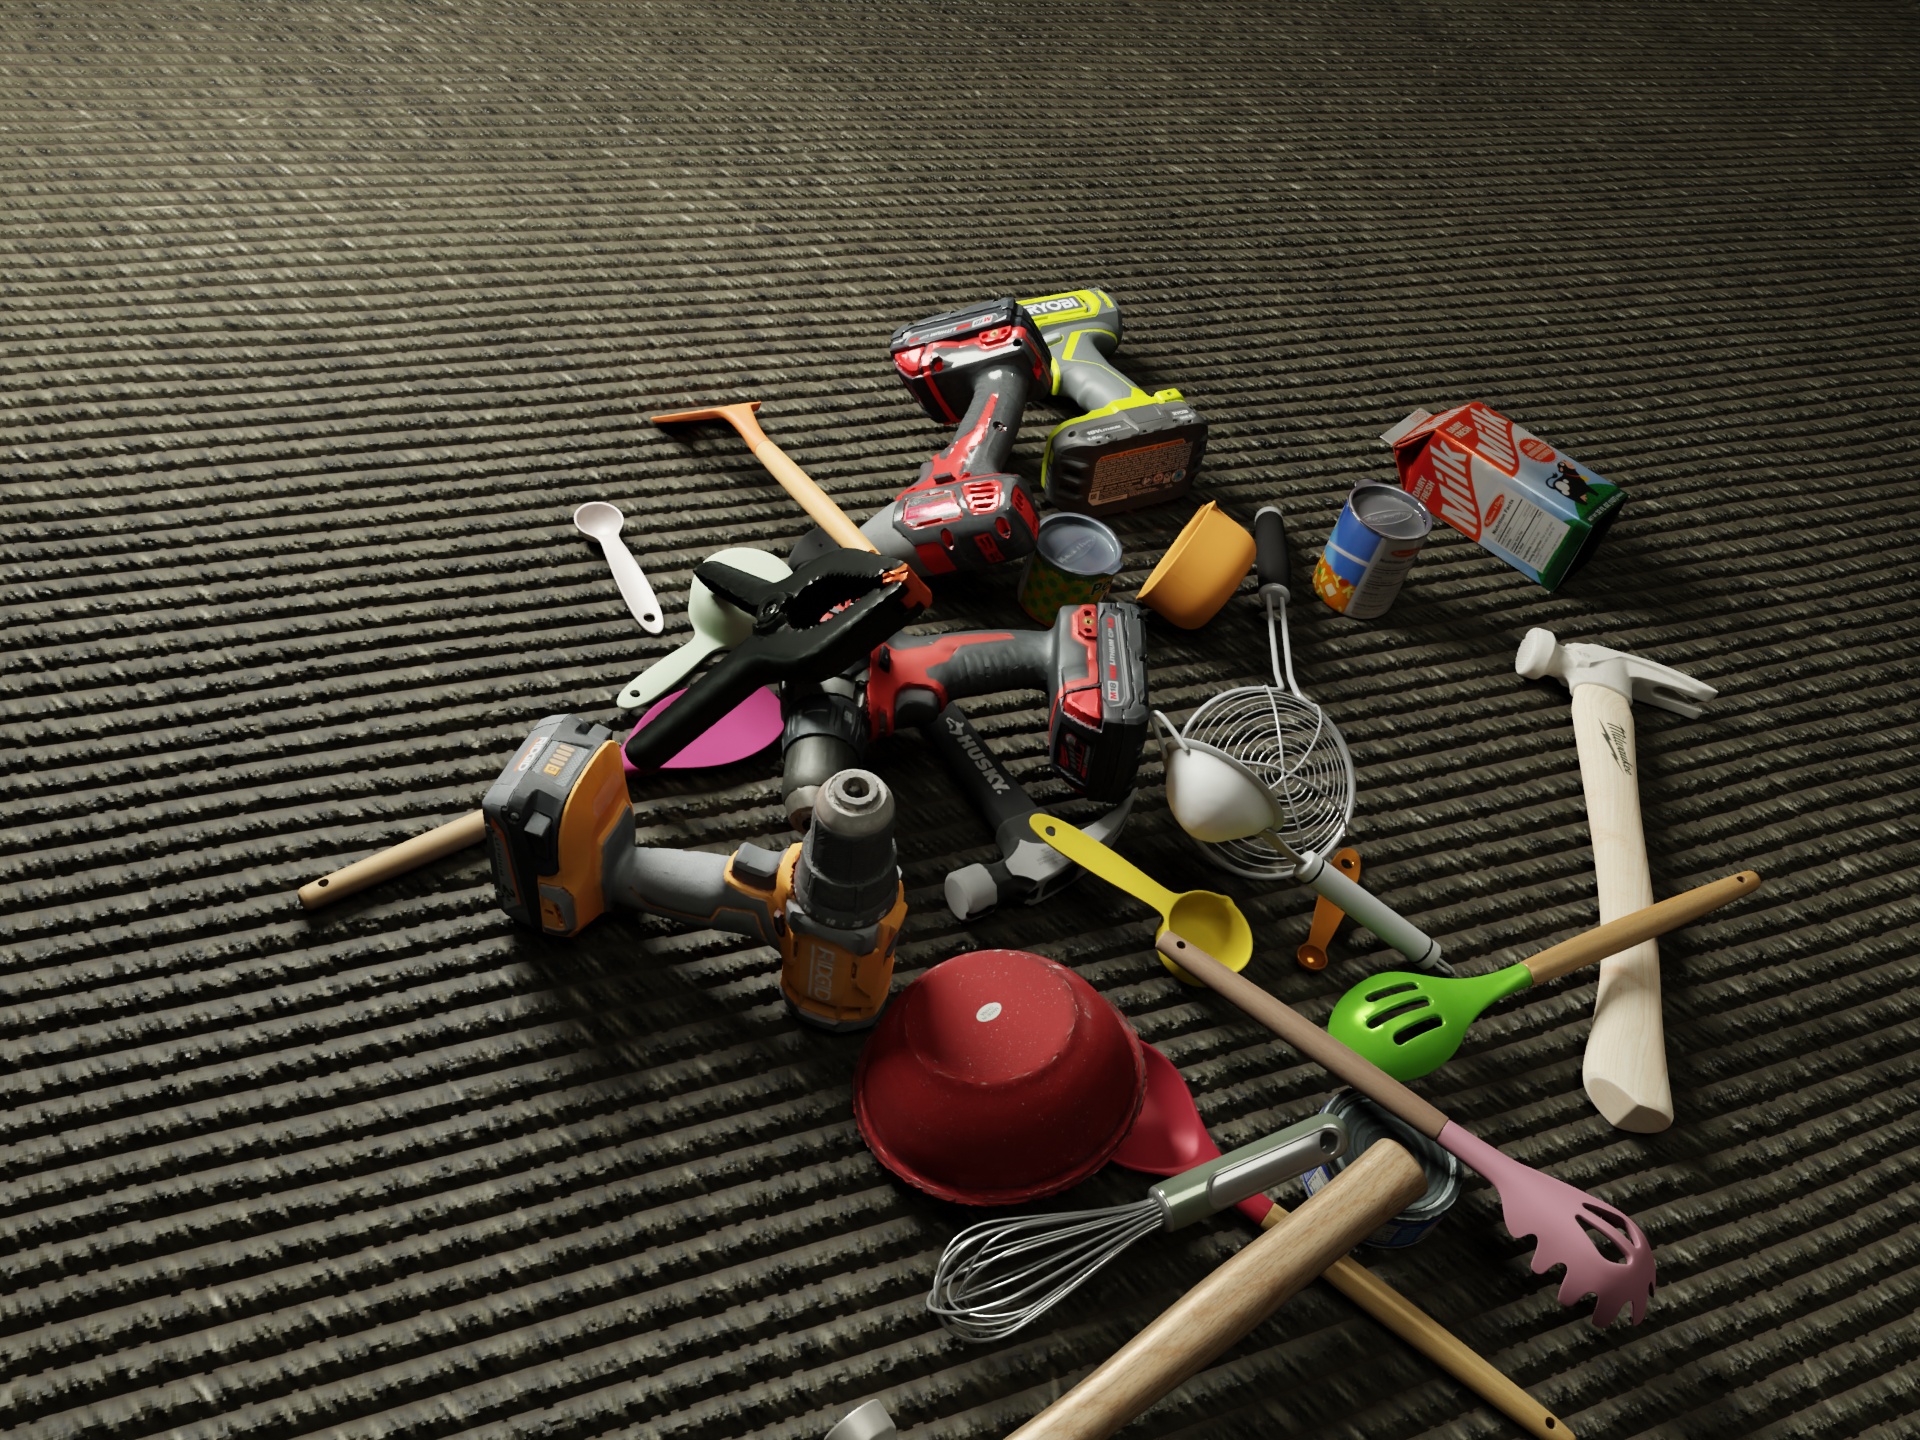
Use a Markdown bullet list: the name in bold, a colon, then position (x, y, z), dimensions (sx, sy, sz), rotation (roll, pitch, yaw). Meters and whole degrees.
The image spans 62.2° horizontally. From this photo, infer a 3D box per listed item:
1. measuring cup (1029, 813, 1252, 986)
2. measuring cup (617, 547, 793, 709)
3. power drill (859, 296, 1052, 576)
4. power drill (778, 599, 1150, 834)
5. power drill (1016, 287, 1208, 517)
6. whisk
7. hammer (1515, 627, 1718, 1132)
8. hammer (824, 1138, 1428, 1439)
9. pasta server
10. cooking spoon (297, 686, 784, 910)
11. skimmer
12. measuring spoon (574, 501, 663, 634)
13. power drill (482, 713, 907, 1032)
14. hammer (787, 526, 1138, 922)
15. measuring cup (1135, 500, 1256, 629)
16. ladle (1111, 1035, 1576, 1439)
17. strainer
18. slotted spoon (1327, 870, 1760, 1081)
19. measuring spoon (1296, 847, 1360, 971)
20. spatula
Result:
- **measuring cup**: position (0.105, 0.108, 0.970), dimensions (0.156, 0.029, 0.062), rotation (33, 52, 5)
- **measuring cup**: position (-0.172, -0.063, 1.067), dimensions (0.083, 0.038, 0.168), rotation (31, 46, 15)
- **power drill**: position (-0.007, -0.201, 1.178), dimensions (0.143, 0.078, 0.220), rotation (-9, 53, 25)
- **power drill**: position (-0.002, -0.003, 0.983), dimensions (0.226, 0.080, 0.188), rotation (4, 48, -1)
- **power drill**: position (0.086, -0.267, 1.300), dimensions (0.171, 0.080, 0.223), rotation (-15, 50, -20)
- **whisk**: position (0.096, 0.254, 0.815), dimensions (0.246, 0.059, 0.058), rotation (-17, 92, -19)
- **hammer**: position (0.457, 0.097, 1.079), dimensions (0.146, 0.038, 0.411), rotation (17, 47, 0)
- **hammer**: position (0.106, 0.307, 0.775), dimensions (0.331, 0.031, 0.130), rotation (-27, 61, -25)
- **pasta server**: position (0.238, 0.214, 0.876), dimensions (0.316, 0.040, 0.060), rotation (33, 49, 22)
- **cooking spoon**: position (-0.243, 0.043, 0.966), dimensions (0.319, 0.017, 0.069), rotation (-25, 58, -32)
- **skimmer**: position (0.216, -0.037, 1.147), dimensions (0.127, 0.090, 0.364), rotation (20, 36, -6)
- **measuring spoon**: position (-0.236, -0.103, 1.110), dimensions (0.034, 0.018, 0.124), rotation (-17, 61, -27)
- **power drill**: position (-0.137, 0.071, 0.855), dimensions (0.226, 0.185, 0.084), rotation (18, 48, 7)
- **hammer**: position (-0.019, -0.017, 1.067), dimensions (0.146, 0.035, 0.335), rotation (-19, 55, -28)
- **measuring cup**: position (0.187, -0.125, 1.201), dimensions (0.052, 0.095, 0.174), rotation (37, 27, -1)
- **ladle**: position (0.186, 0.279, 0.849), dimensions (0.315, 0.031, 0.069), rotation (36, 59, 16)
- **strainer**: position (0.207, 0.087, 0.976), dimensions (0.258, 0.087, 0.050), rotation (36, 70, -11)
- **slotted spoon**: position (0.367, 0.146, 0.979), dimensions (0.313, 0.031, 0.070), rotation (-17, 49, -16)
- **measuring spoon**: position (0.237, 0.121, 1.021), dimensions (0.021, 0.011, 0.117), rotation (25, 43, 10)
- **spatula**: position (-0.129, -0.173, 1.129), dimensions (0.081, 0.041, 0.323), rotation (-15, 40, -26)
